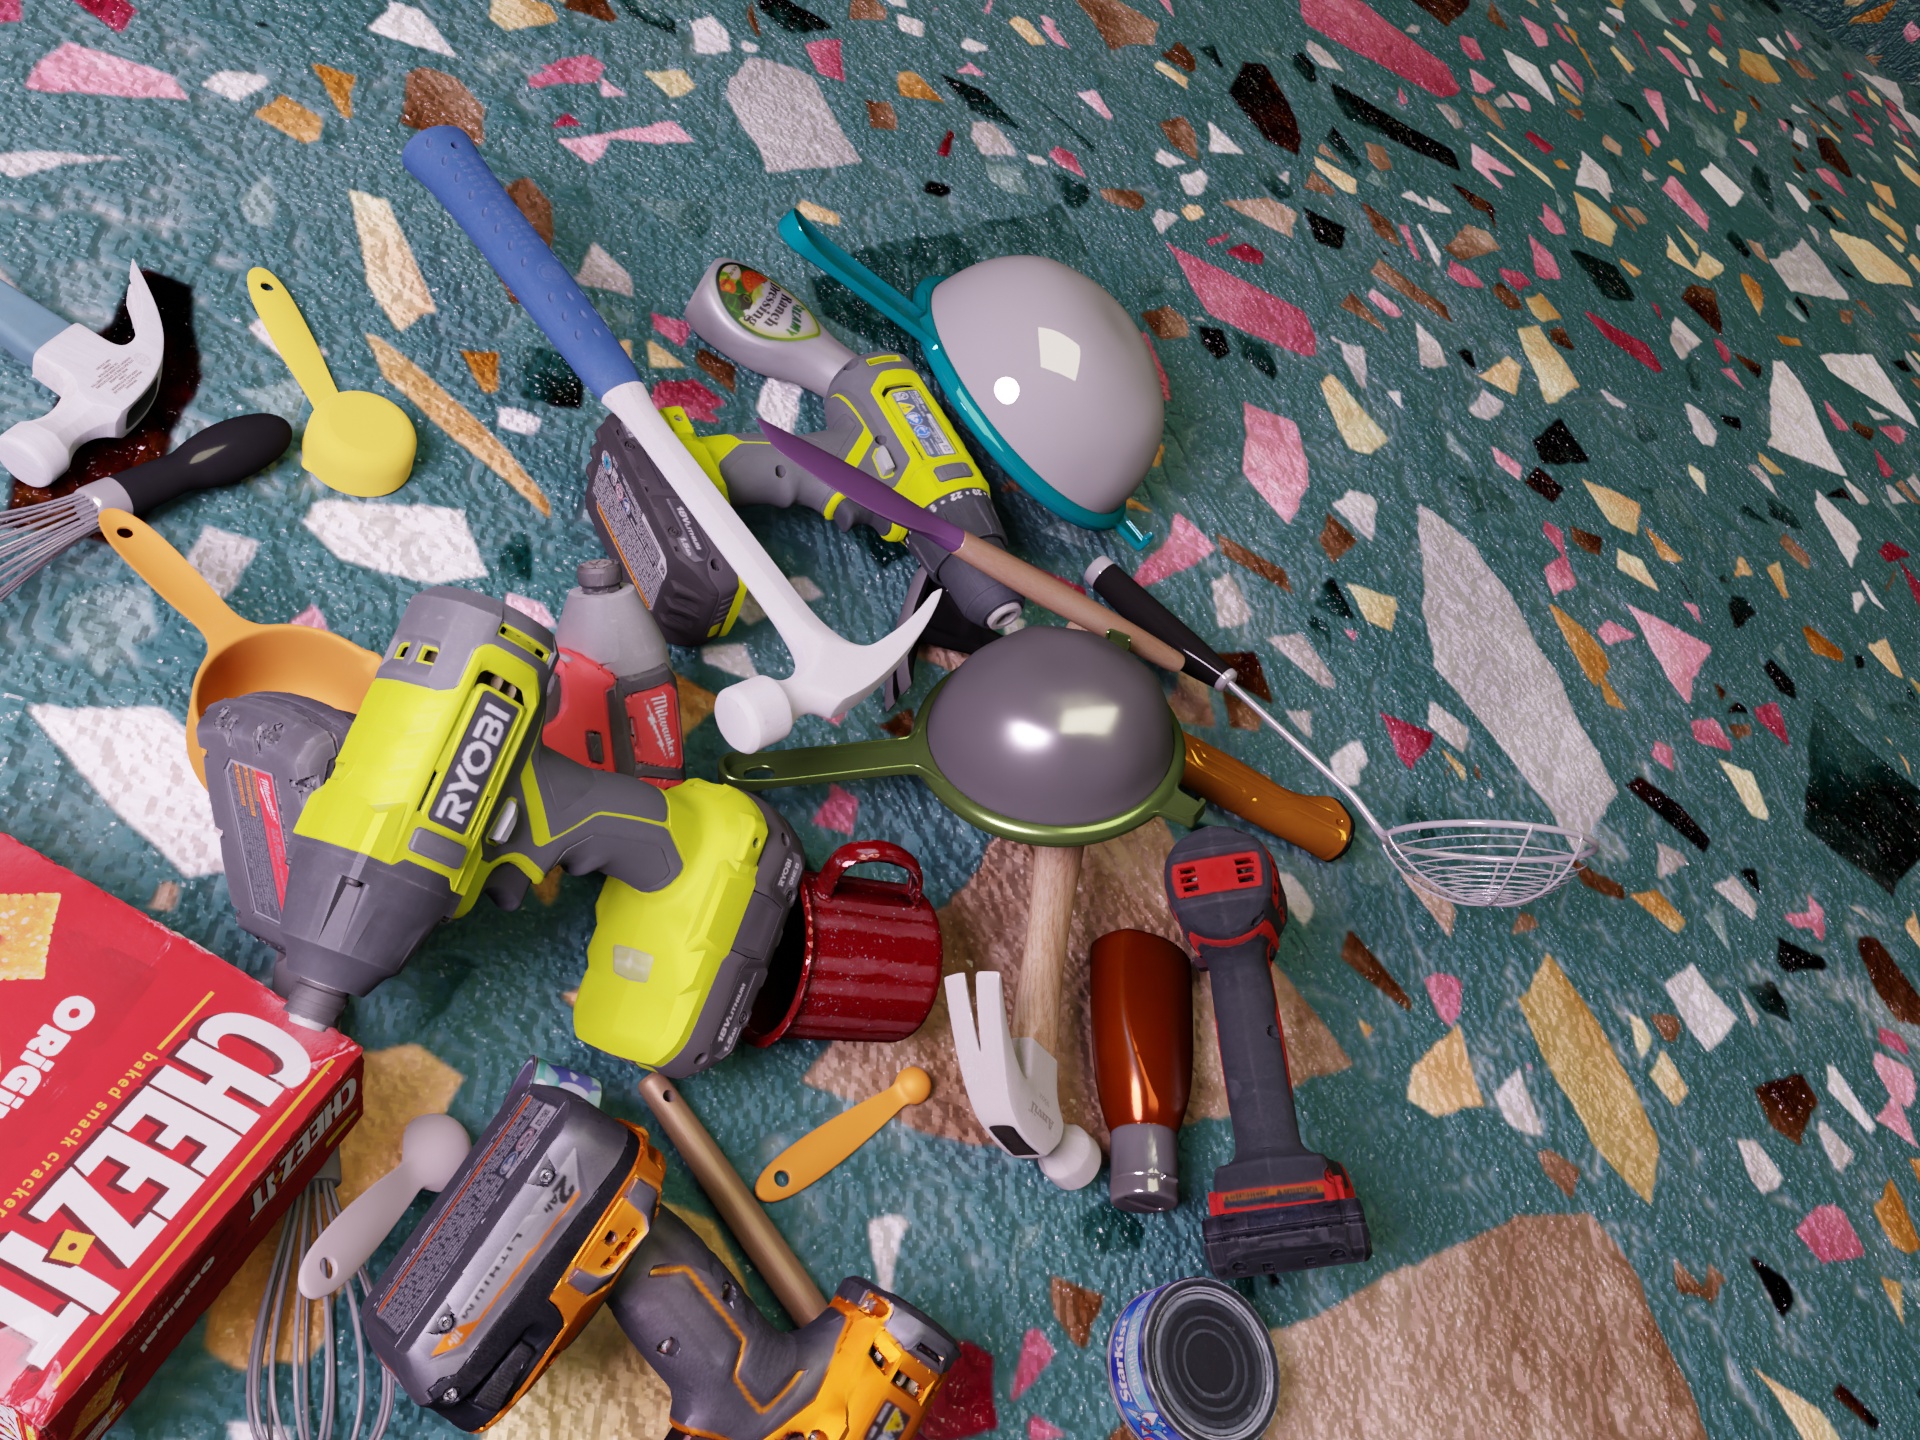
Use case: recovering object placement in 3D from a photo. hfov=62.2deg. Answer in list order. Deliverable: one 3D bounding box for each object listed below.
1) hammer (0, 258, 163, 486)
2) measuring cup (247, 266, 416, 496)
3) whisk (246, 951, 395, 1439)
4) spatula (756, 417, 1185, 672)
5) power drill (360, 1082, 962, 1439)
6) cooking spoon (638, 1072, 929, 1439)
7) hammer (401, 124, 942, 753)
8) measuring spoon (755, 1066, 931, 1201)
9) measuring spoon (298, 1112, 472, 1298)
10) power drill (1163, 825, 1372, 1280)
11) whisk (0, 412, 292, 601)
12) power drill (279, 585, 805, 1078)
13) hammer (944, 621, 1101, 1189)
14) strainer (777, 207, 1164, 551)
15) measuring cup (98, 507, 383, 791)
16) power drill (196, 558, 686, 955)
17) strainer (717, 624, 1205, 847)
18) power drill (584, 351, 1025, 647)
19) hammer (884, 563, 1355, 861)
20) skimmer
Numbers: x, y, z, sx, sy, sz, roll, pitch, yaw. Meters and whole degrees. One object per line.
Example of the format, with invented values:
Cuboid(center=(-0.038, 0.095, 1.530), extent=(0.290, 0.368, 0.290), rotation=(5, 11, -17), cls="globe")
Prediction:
Cuboid(center=(-0.543, -0.250, 0.776), extent=(0.331, 0.033, 0.128), rotation=(36, 49, -7), cls="hammer")
Cuboid(center=(-0.346, -0.191, 0.861), extent=(0.062, 0.029, 0.156), rotation=(-23, 76, -40), cls="measuring cup")
Cuboid(center=(-0.265, 0.188, 0.651), extent=(0.055, 0.055, 0.239), rotation=(3, 55, -30), cls="whisk")
Cuboid(center=(0.018, -0.089, 0.894), extent=(0.315, 0.018, 0.060), rotation=(25, 20, -35), cls="spatula")
Cuboid(center=(-0.119, 0.267, 0.633), extent=(0.226, 0.084, 0.164), rotation=(43, 65, -23), cls="power drill")
Cuboid(center=(-0.053, 0.294, 0.730), extent=(0.069, 0.017, 0.319), rotation=(-30, 79, -40), cls="cooking spoon")
Cuboid(center=(-0.168, -0.166, 0.843), extent=(0.144, 0.035, 0.406), rotation=(-26, 72, -38), cls="hammer")
Cuboid(center=(-0.056, 0.205, 0.792), extent=(0.117, 0.011, 0.021), rotation=(-27, 77, -41), cls="measuring spoon")
Cuboid(center=(-0.229, 0.194, 0.644), extent=(0.034, 0.018, 0.124), rotation=(60, 13, -8), cls="measuring spoon")
Cuboid(center=(0.162, 0.181, 0.867), extent=(0.080, 0.187, 0.227), rotation=(-11, 70, 11), cls="power drill")
Cuboid(center=(-0.423, -0.088, 0.730), extent=(0.070, 0.070, 0.285), rotation=(44, 43, 1), cls="whisk")
Cuboid(center=(-0.174, 0.068, 0.673), extent=(0.223, 0.080, 0.171), rotation=(39, 66, -51), cls="power drill")
Cuboid(center=(0.052, 0.076, 0.880), extent=(0.129, 0.031, 0.332), rotation=(50, 39, -41), cls="hammer")
Cuboid(center=(0.032, -0.256, 1.019), extent=(0.340, 0.095, 0.211), rotation=(25, 39, -47), cls="strainer")
Cuboid(center=(-0.341, -0.024, 0.741), extent=(0.173, 0.052, 0.095), rotation=(45, 48, 4), cls="measuring cup")
Cuboid(center=(-0.217, 0.014, 0.722), extent=(0.219, 0.079, 0.143), rotation=(-26, 121, -49), cls="power drill")
Cuboid(center=(-0.001, -0.003, 0.845), extent=(0.256, 0.069, 0.152), rotation=(-6, 45, -12), cls="strainer")
Cuboid(center=(-0.082, -0.119, 0.927), extent=(0.228, 0.080, 0.191), rotation=(-16, 66, -32), cls="power drill")
Cuboid(center=(0.109, 0.010, 1.011), extent=(0.336, 0.034, 0.127), rotation=(28, 49, -14), cls="hammer")
Cuboid(center=(0.237, -0.007, 1.032), extent=(0.090, 0.127, 0.363), rotation=(-46, 72, -3), cls="skimmer")
